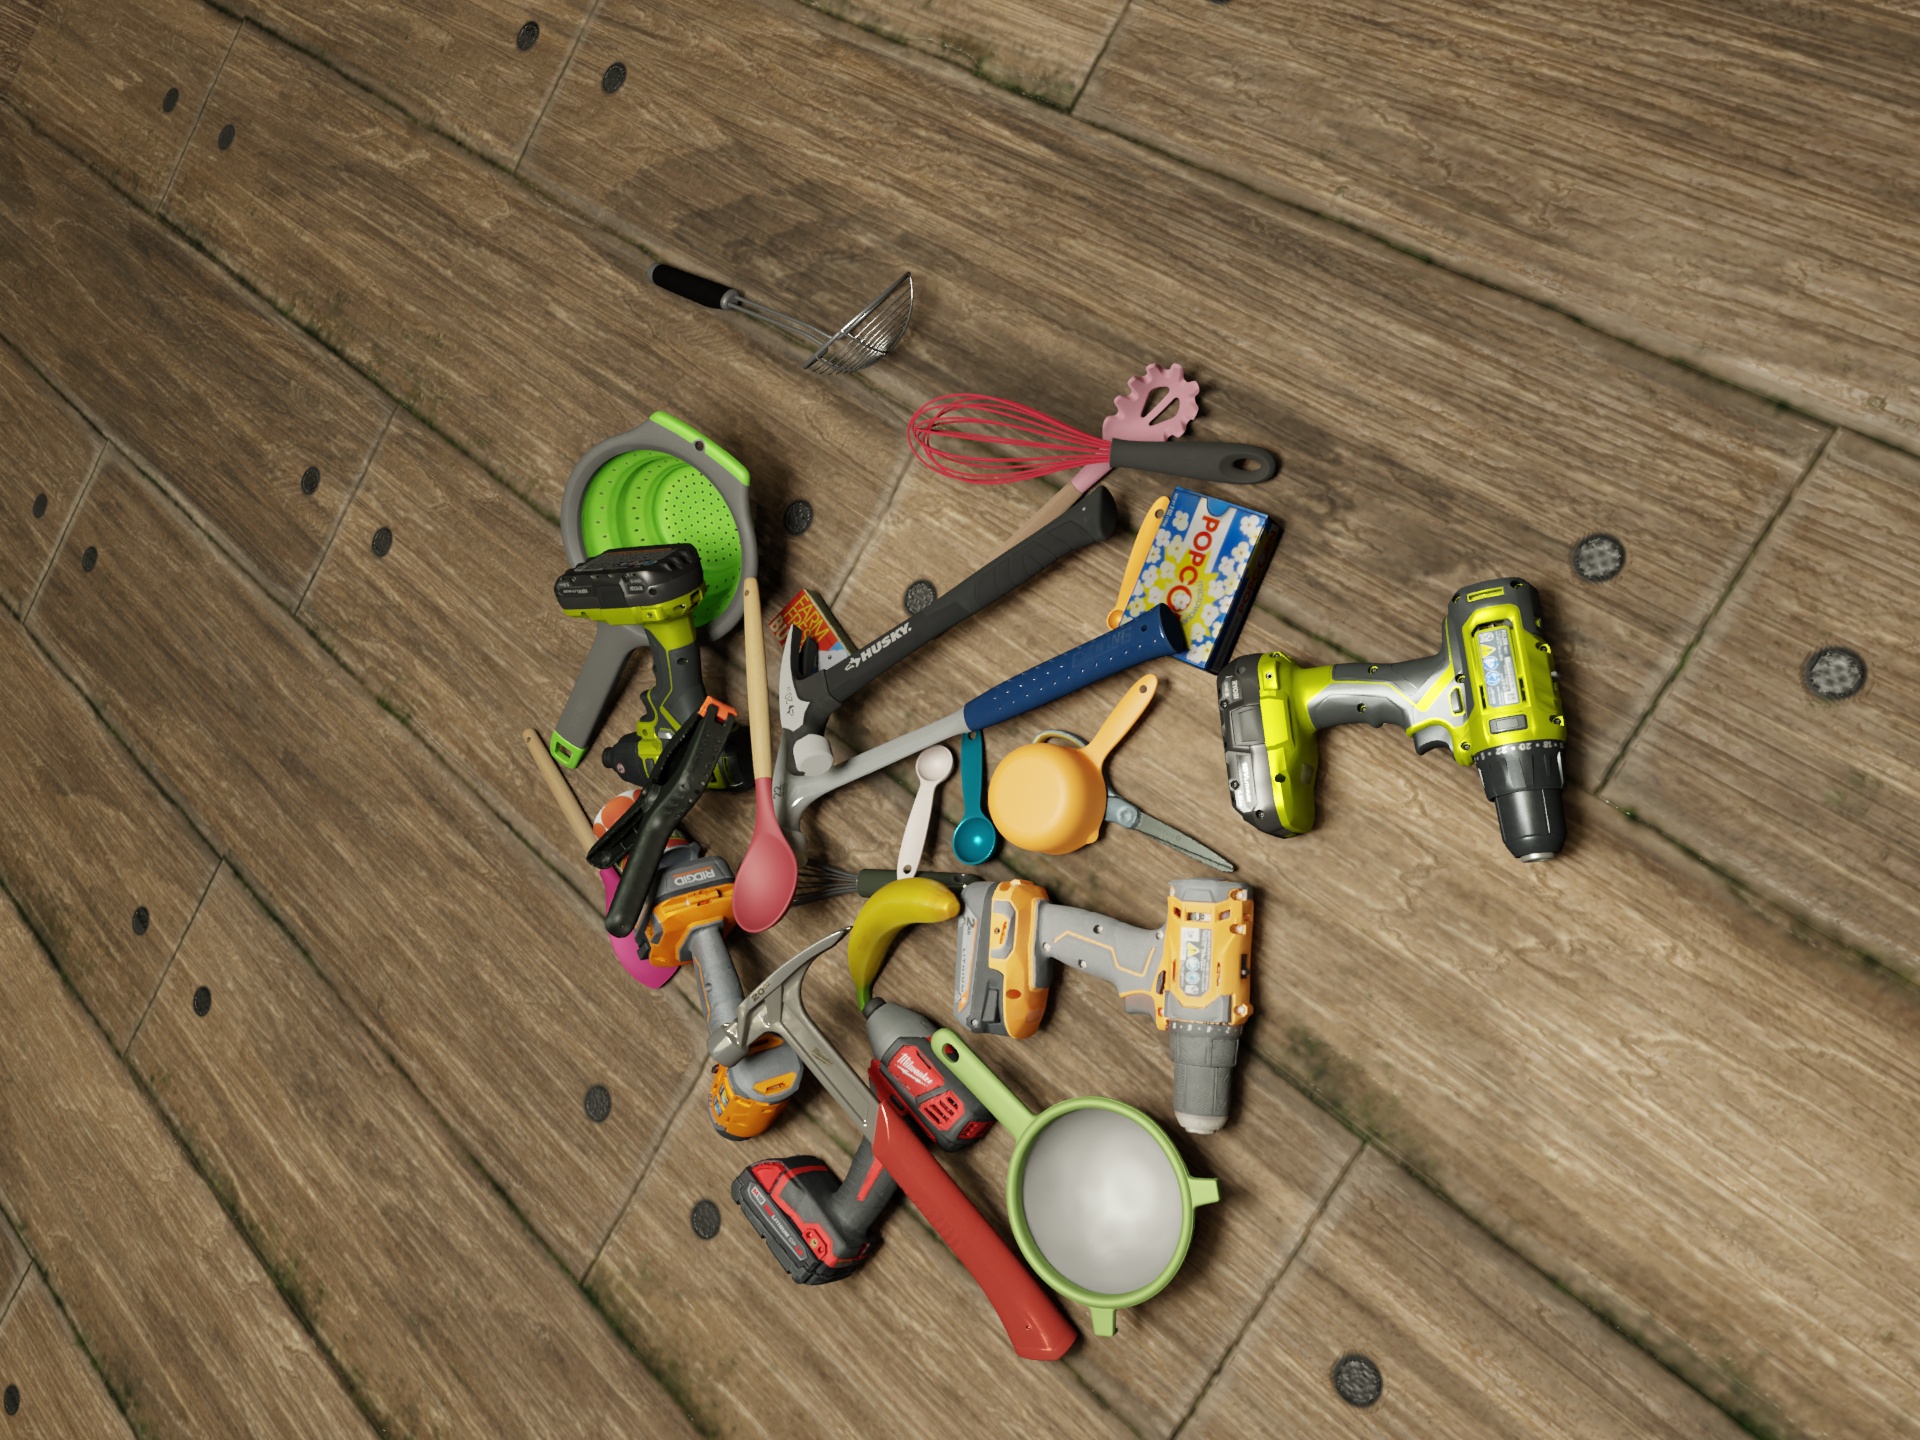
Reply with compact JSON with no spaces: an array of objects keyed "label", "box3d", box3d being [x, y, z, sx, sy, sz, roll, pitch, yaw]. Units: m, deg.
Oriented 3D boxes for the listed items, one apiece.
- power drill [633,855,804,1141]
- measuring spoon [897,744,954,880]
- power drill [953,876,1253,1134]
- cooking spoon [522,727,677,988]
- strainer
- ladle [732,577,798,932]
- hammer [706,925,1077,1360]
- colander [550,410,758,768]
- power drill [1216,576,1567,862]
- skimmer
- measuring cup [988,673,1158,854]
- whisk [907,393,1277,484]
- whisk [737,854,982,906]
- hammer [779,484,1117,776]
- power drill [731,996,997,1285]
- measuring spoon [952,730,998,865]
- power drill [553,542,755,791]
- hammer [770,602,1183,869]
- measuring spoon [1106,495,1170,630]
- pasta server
[{"label":"power drill","box3d":[-0.212,0.251,1.379,0.227,0.084,0.164,65,150,24]},{"label":"measuring spoon","box3d":[-0.030,0.081,1.338,0.034,0.018,0.124,7,73,29]},{"label":"power drill","box3d":[0.111,0.209,1.207,0.226,0.084,0.185,0,83,27]},{"label":"cooking spoon","box3d":[-0.355,0.125,1.544,0.068,0.017,0.319,-45,62,16]},{"label":"strainer","box3d":[0.079,0.322,1.207,0.257,0.069,0.151,41,106,29]},{"label":"ladle","box3d":[-0.171,0.025,1.355,0.069,0.031,0.316,-16,70,29]},{"label":"hammer","box3d":[-0.032,0.335,1.222,0.149,0.036,0.359,-42,84,10]},{"label":"colander","box3d":[-0.295,-0.116,1.512,0.204,0.094,0.397,35,121,6]},{"label":"power drill","box3d":[0.307,0.015,1.119,0.228,0.080,0.191,-12,75,27]},{"label":"skimmer","box3d":[-0.186,-0.404,1.490,0.364,0.090,0.127,28,64,35]},{"label":"measuring cup","box3d":[0.089,0.029,1.242,0.095,0.052,0.173,47,110,29]},{"label":"whisk","box3d":[0.100,-0.214,1.256,0.296,0.073,0.073,7,85,11]},{"label":"whisk","box3d":[-0.090,0.140,1.366,0.246,0.058,0.059,-1,116,29]},{"label":"hammer","box3d":[-0.014,-0.092,1.317,0.335,0.035,0.146,-32,47,18]},{"label":"power drill","box3d":[-0.080,0.341,1.304,0.143,0.078,0.219,45,102,28]},{"label":"measuring spoon","box3d":[0.015,0.060,1.331,0.042,0.021,0.129,-14,65,30]},{"label":"power drill","box3d":[-0.279,-0.040,1.439,0.171,0.080,0.223,-1,114,28]},{"label":"hammer","box3d":[-0.002,-0.004,1.300,0.405,0.035,0.144,-24,51,30]},{"label":"measuring spoon","box3d":[0.146,-0.125,1.283,0.021,0.011,0.117,21,89,32]},{"label":"pasta server","box3d":[0.076,-0.174,1.317,0.316,0.040,0.060,-43,88,20]}]
